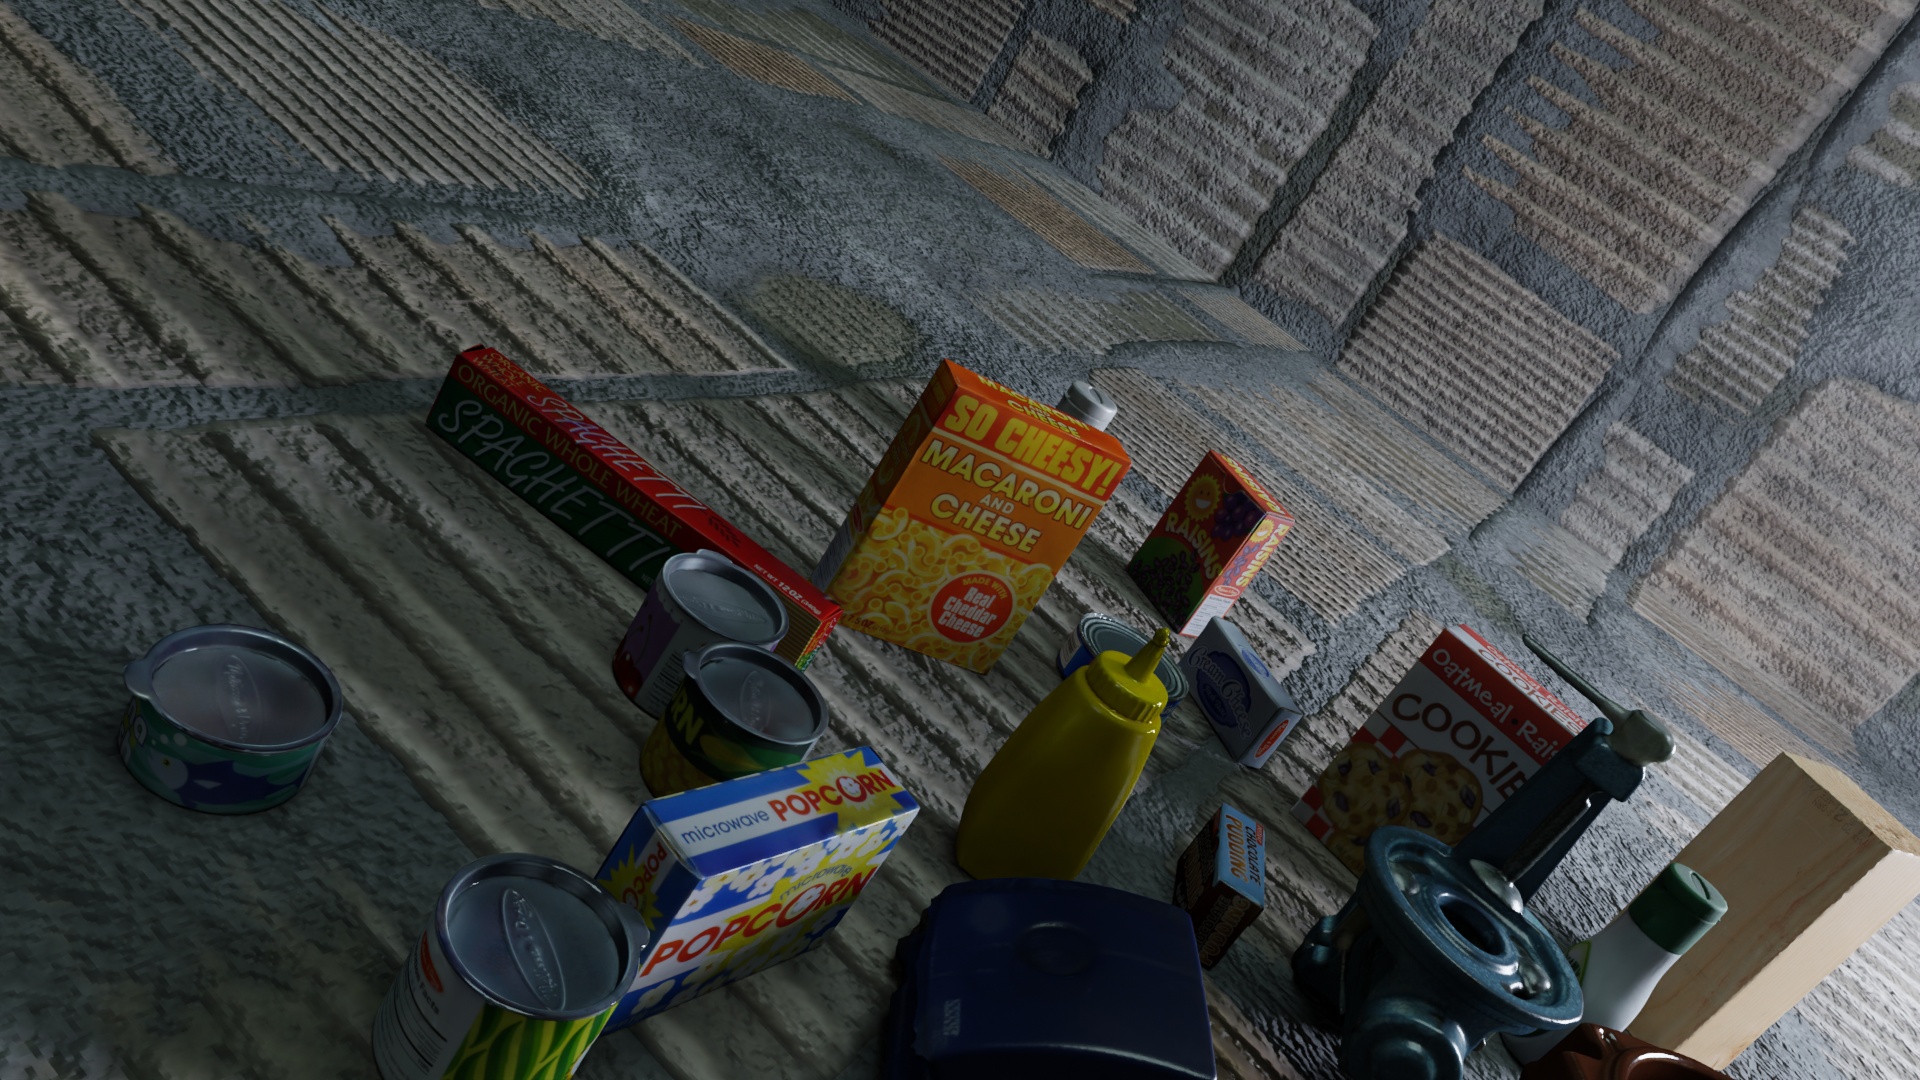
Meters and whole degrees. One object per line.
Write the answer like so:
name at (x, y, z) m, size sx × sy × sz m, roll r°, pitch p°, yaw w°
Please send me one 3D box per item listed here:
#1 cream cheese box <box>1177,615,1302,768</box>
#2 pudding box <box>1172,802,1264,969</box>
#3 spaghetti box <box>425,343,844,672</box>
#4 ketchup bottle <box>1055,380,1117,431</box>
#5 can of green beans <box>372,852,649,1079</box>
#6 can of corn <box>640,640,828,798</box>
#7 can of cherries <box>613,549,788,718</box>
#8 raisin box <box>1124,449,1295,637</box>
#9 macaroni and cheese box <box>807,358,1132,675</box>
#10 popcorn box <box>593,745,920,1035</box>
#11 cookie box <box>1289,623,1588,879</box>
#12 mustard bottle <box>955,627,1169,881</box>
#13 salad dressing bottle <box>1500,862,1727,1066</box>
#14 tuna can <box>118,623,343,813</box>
cream cheese box at (0.194, 0.106, 0.981) m, size 0.024 × 0.053 × 0.104 m, roll 18°, pitch 26°, yaw -32°
pudding box at (0.140, 0.185, 0.752) m, size 0.030 × 0.049 × 0.084 m, roll 33°, pitch 22°, yaw 0°
spaghetti box at (-0.177, -0.015, 0.741) m, size 0.250 × 0.050 × 0.029 m, roll 36°, pitch 22°, yaw 7°
ketchup bottle at (0.054, -0.042, 0.974) m, size 0.043 × 0.148 × 0.065 m, roll 25°, pitch 23°, yaw -19°
can of green beans at (-0.146, 0.145, 0.446) m, size 0.071 × 0.057 × 0.071 m, roll 28°, pitch 23°, yaw -13°
can of corn at (-0.104, 0.087, 0.620) m, size 0.071 × 0.058 × 0.071 m, roll 28°, pitch 23°, yaw -13°
can of cherries at (-0.126, 0.047, 0.671) m, size 0.071 × 0.058 × 0.072 m, roll 28°, pitch 23°, yaw -13°
raisin box at (0.195, 0.004, 1.100) m, size 0.040 × 0.123 × 0.086 m, roll 15°, pitch 28°, yaw -38°
macaroni and cheese box at (0.003, -0.010, 0.818) m, size 0.124 × 0.165 × 0.040 m, roll 22°, pitch 24°, yaw -26°
popcorn box at (-0.083, 0.129, 0.526) m, size 0.038 × 0.085 × 0.127 m, roll 44°, pitch 25°, yaw 25°
cookie box at (0.312, 0.155, 0.887) m, size 0.123 × 0.166 × 0.040 m, roll 45°, pitch 25°, yaw 27°
mustard bottle at (0.058, 0.102, 0.668) m, size 0.065 × 0.159 × 0.049 m, roll 29°, pitch 22°, yaw -10°
salad dressing bottle at (0.378, 0.250, 0.806) m, size 0.044 × 0.147 × 0.064 m, roll 34°, pitch 22°, yaw 3°
tuna can at (-0.261, 0.063, 0.493) m, size 0.071 × 0.032 × 0.071 m, roll 28°, pitch 23°, yaw -13°
